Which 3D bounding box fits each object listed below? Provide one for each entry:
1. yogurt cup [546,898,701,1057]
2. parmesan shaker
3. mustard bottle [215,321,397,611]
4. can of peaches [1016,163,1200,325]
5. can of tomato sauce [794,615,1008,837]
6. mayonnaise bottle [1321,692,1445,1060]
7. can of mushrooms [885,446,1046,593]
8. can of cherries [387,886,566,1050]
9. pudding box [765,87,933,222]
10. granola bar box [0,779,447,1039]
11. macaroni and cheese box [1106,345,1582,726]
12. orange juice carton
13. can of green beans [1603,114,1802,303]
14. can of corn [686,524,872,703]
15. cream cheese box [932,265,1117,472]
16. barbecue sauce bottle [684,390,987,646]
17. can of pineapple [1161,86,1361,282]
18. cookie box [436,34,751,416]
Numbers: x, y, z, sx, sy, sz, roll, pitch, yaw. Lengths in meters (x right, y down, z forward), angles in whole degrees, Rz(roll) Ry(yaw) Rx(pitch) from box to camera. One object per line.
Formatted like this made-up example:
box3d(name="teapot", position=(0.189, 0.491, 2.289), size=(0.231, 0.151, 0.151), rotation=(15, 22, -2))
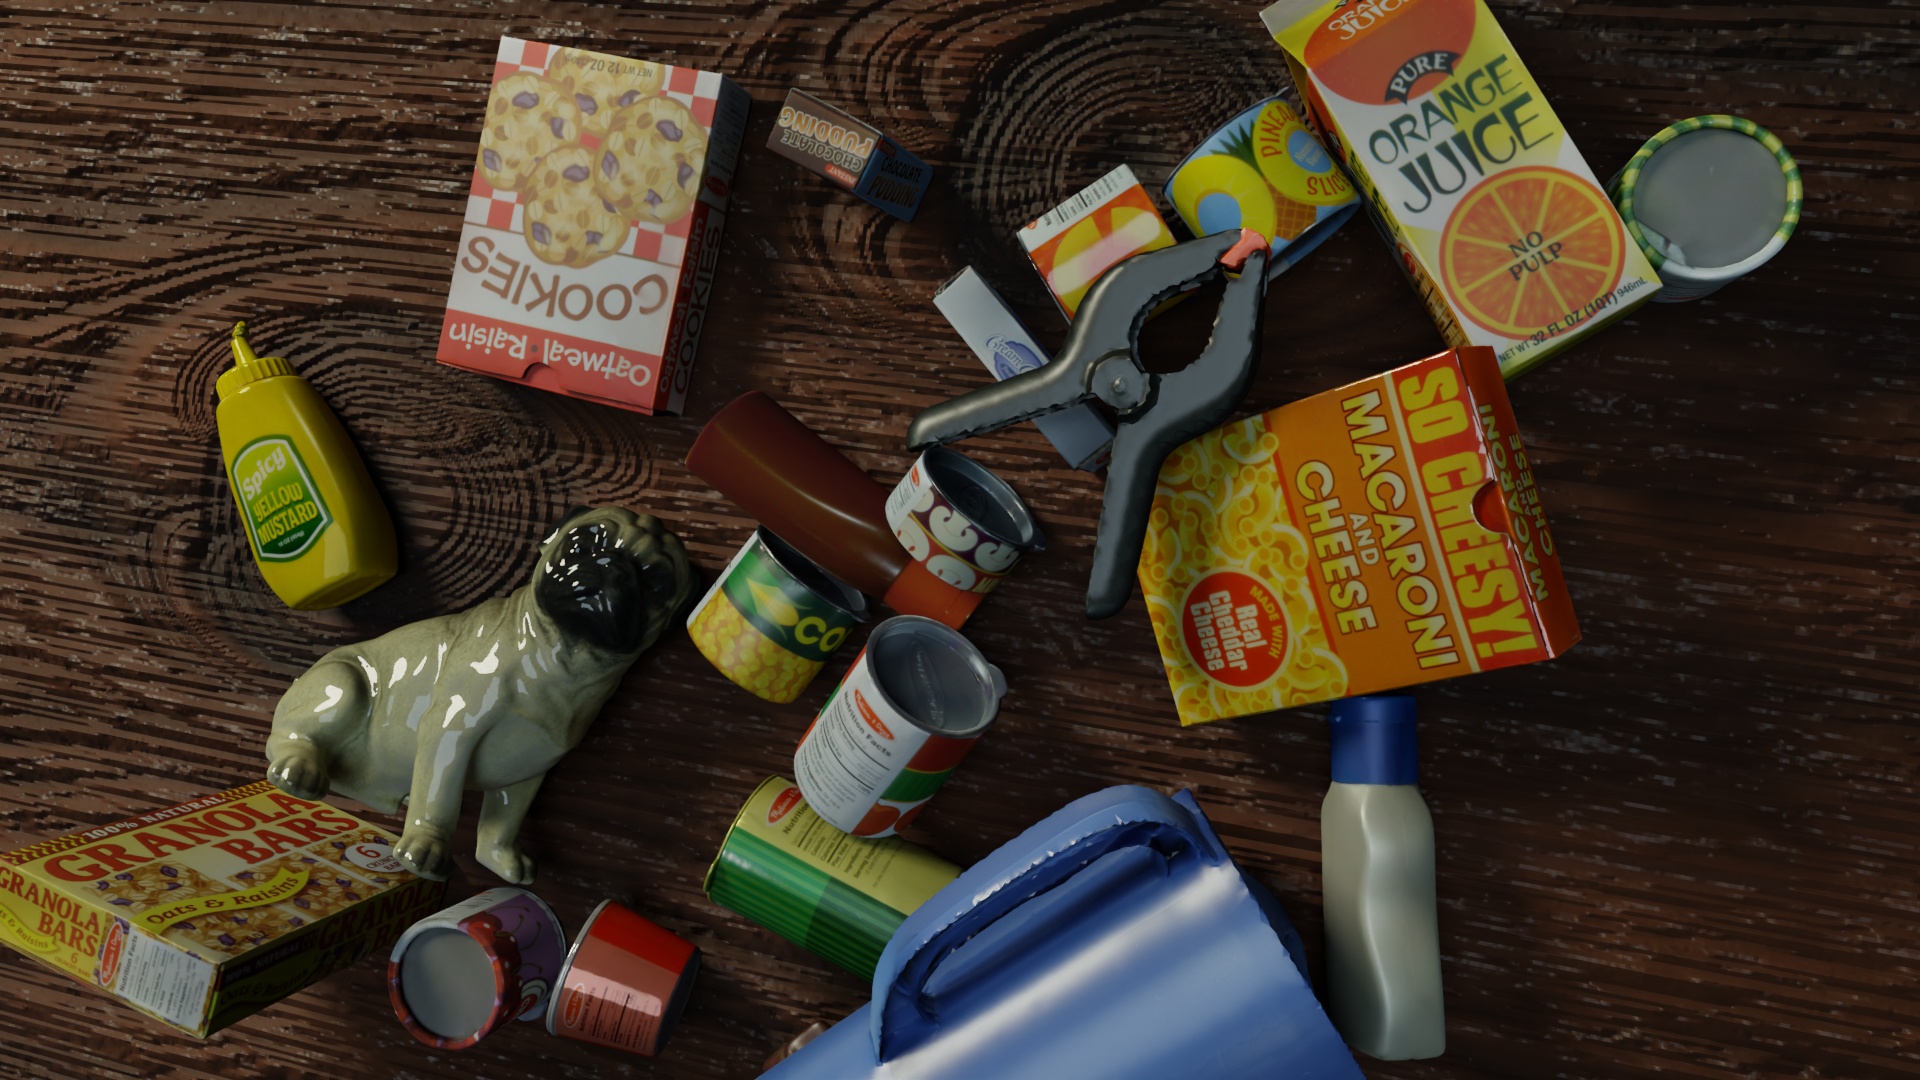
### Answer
box3d(name="yogurt cup", position=(-0.162, 0.216, 0.679), size=(0.054, 0.072, 0.072), rotation=(20, 95, 4))
box3d(name="parmesan shaker", position=(-0.058, 0.163, 0.649), size=(0.103, 0.071, 0.071), rotation=(24, 96, 12))
box3d(name="mustard bottle", position=(-0.354, -0.044, 0.730), size=(0.065, 0.049, 0.160), rotation=(-28, 84, 11))
box3d(name="can of peaches", position=(0.068, -0.123, 0.621), size=(0.058, 0.071, 0.071), rotation=(-32, 83, 11))
box3d(name="can of tomato sauce", position=(-0.028, 0.085, 0.631), size=(0.071, 0.071, 0.082), rotation=(42, 127, 10))
box3d(name="mayonnaise bottle", position=(0.180, 0.141, 0.598), size=(0.041, 0.064, 0.148), rotation=(0, 86, -8))
box3d(name="can of mushrooms", position=(0.002, -0.008, 0.635), size=(0.071, 0.071, 0.033), rotation=(44, 112, 9))
box3d(name="can of cherries", position=(-0.241, 0.216, 0.699), size=(0.071, 0.058, 0.071), rotation=(0, 90, 14))
box3d(name="pudding box", position=(-0.049, -0.176, 0.639), size=(0.050, 0.084, 0.030), rotation=(29, 100, 11))
box3d(name="granola bar box", position=(-0.349, 0.170, 0.670), size=(0.124, 0.166, 0.039), rotation=(20, 96, 12))
box3d(name="macaroni and cheese box", position=(0.152, 0.003, 0.578), size=(0.166, 0.040, 0.123), rotation=(-18, 86, 40))
box3d(name="orange juice carton", position=(0.204, -0.162, 0.584), size=(0.071, 0.073, 0.193), rotation=(-30, 83, 13))
box3d(name="can of green beans", position=(0.299, -0.134, 0.569), size=(0.071, 0.058, 0.071), rotation=(0, 90, 13))
box3d(name="can of corn", position=(-0.085, 0.036, 0.657), size=(0.071, 0.071, 0.058), rotation=(41, 100, 10))
box3d(name="cream cheese box", position=(0.032, -0.076, 0.635), size=(0.024, 0.053, 0.104), rotation=(-41, 82, 9))
box3d(name="barbecue sauce bottle", position=(-0.055, -0.009, 0.654), size=(0.148, 0.065, 0.043), rotation=(38, 115, 2))
box3d(name="can of pineapple", position=(0.132, -0.150, 0.604), size=(0.071, 0.071, 0.058), rotation=(-37, 83, 11))
box3d(name="cookie box", position=(-0.184, -0.155, 0.693), size=(0.123, 0.040, 0.167), rotation=(14, 93, 13))
